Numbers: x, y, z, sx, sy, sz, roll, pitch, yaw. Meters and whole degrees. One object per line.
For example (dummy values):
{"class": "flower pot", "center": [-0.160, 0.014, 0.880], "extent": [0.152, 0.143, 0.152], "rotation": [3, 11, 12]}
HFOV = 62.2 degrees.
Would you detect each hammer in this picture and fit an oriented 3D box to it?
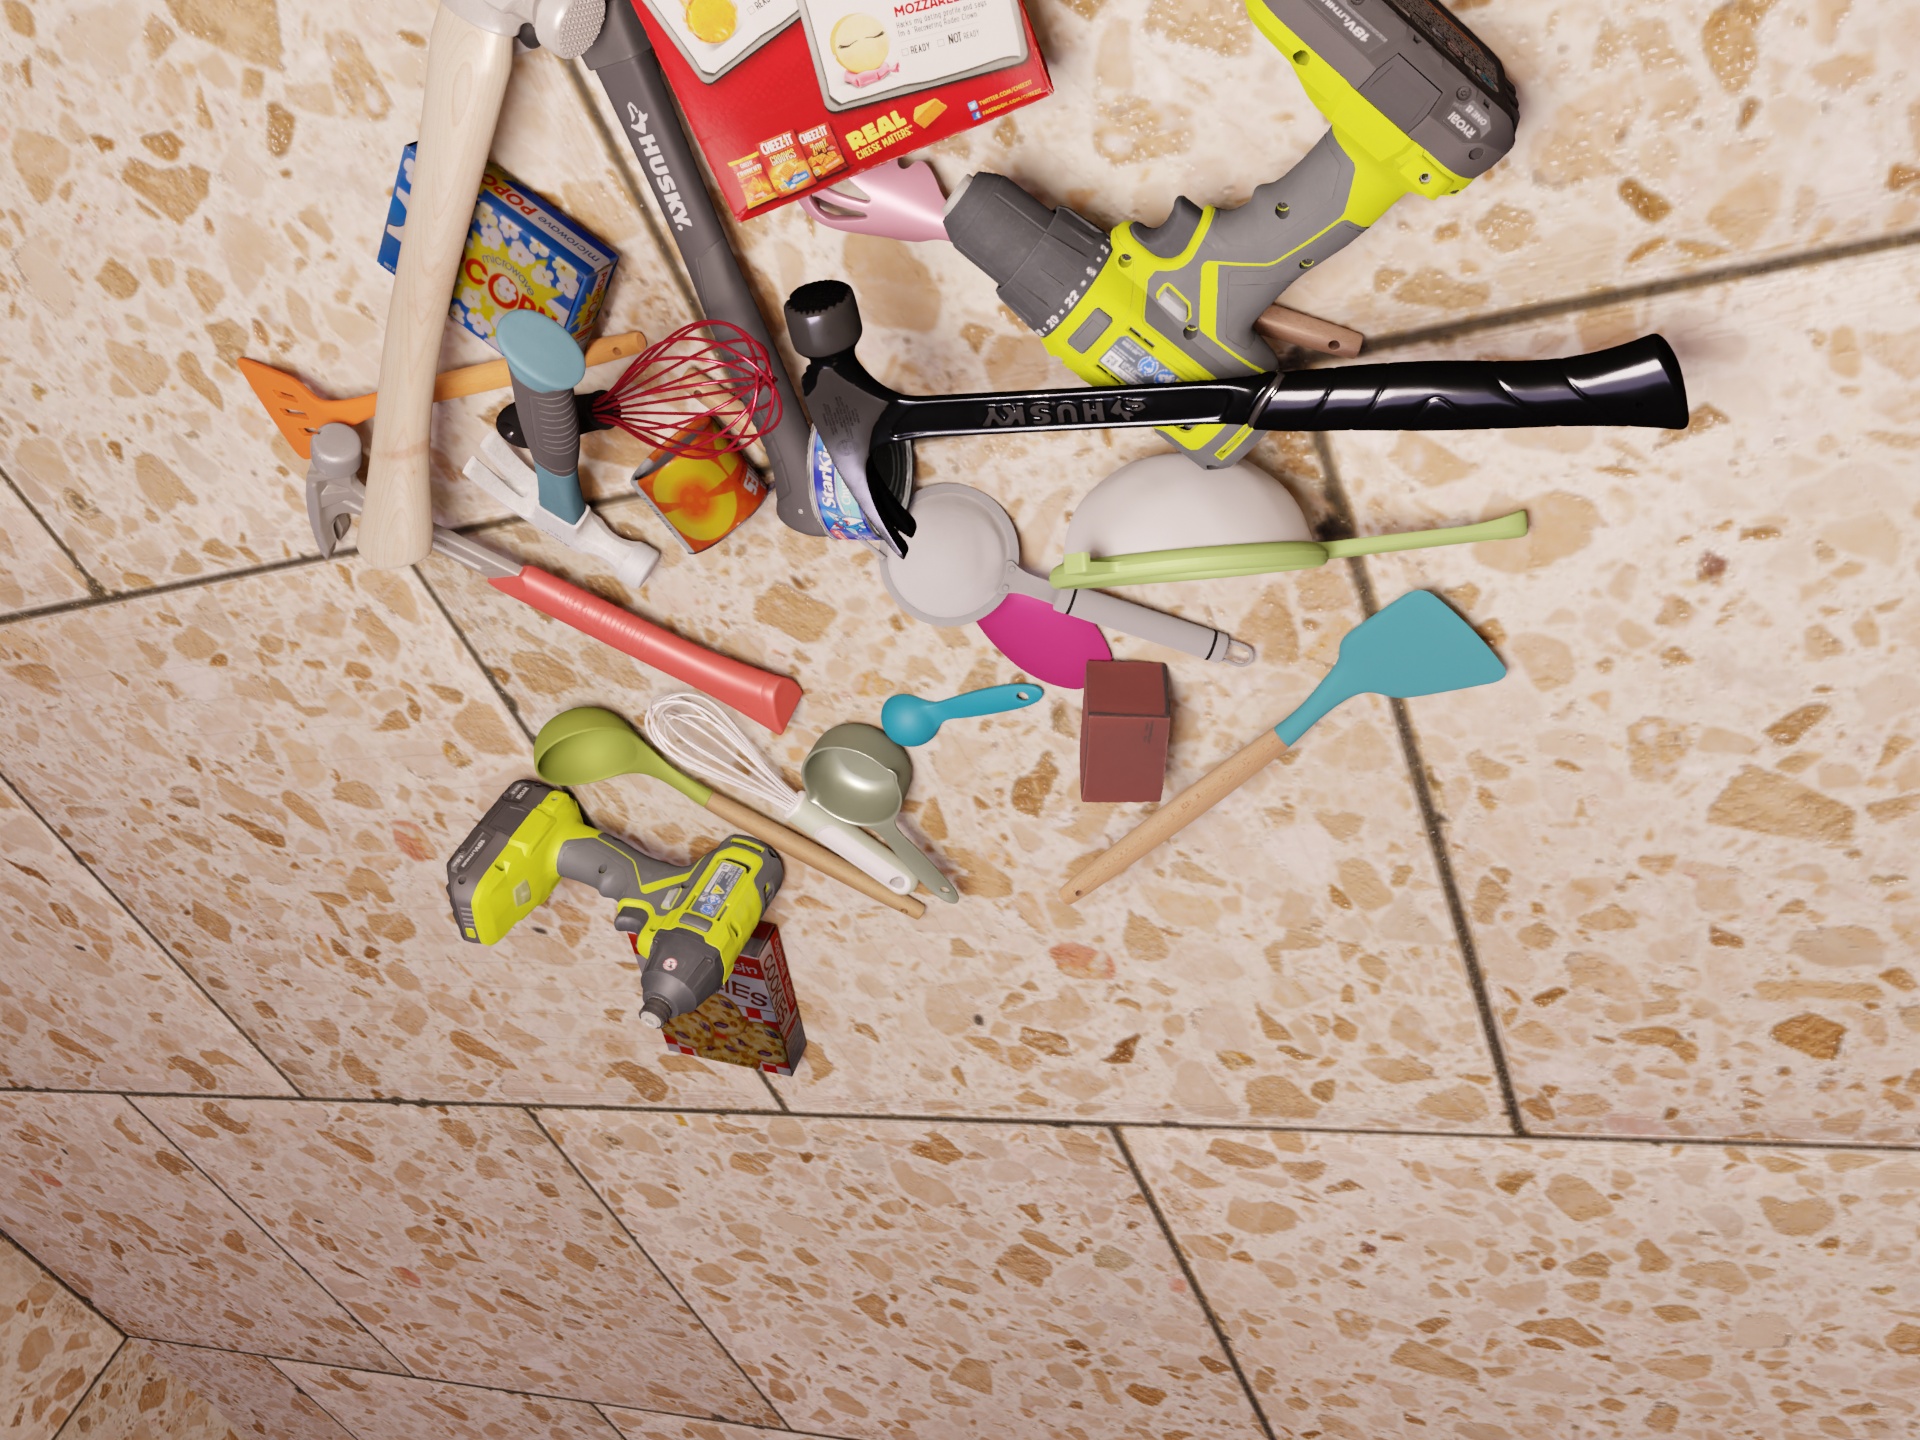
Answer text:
{"class": "hammer", "center": [0.124, -0.146, 0.753], "extent": [0.409, 0.036, 0.149], "rotation": [1, 133, 16]}
{"class": "hammer", "center": [-0.310, -0.252, 0.900], "extent": [0.146, 0.038, 0.410], "rotation": [34, 130, 6]}
{"class": "hammer", "center": [-0.232, -0.155, 0.912], "extent": [0.128, 0.033, 0.331], "rotation": [31, 167, -5]}
{"class": "hammer", "center": [-0.280, -0.080, 1.102], "extent": [0.359, 0.037, 0.149], "rotation": [27, 152, -7]}
{"class": "hammer", "center": [-0.131, -0.248, 0.877], "extent": [0.146, 0.035, 0.334], "rotation": [-2, 126, 30]}

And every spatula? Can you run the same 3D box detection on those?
{"class": "spatula", "center": [-0.337, -0.218, 1.023], "extent": [0.322, 0.041, 0.081], "rotation": [-6, 129, 23]}
{"class": "spatula", "center": [0.178, 0.030, 0.978], "extent": [0.082, 0.044, 0.317], "rotation": [39, 116, -22]}

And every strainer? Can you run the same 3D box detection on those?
{"class": "strainer", "center": [0.173, -0.116, 0.858], "extent": [0.256, 0.151, 0.069], "rotation": [-6, 93, 4]}
{"class": "strainer", "center": [0.056, -0.078, 0.959], "extent": [0.258, 0.050, 0.087], "rotation": [18, 99, -4]}

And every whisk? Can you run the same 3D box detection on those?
{"class": "whisk", "center": [-0.197, -0.181, 0.923], "extent": [0.296, 0.073, 0.073], "rotation": [5, 136, 48]}
{"class": "whisk", "center": [-0.128, 0.057, 1.170], "extent": [0.246, 0.059, 0.057], "rotation": [36, 118, -18]}

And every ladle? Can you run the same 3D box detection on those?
{"class": "ladle", "center": [-0.172, 0.081, 1.204], "extent": [0.320, 0.062, 0.078], "rotation": [29, 136, -8]}

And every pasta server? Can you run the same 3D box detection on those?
{"class": "pasta server", "center": [0.056, -0.244, 0.826], "extent": [0.316, 0.040, 0.060], "rotation": [17, 135, 2]}

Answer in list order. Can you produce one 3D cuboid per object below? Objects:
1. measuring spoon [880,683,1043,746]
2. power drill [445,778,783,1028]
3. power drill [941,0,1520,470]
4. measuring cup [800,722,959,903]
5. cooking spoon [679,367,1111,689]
{"class": "measuring spoon", "center": [-0.002, -0.003, 1.073], "extent": [0.128, 0.021, 0.042], "rotation": [-12, 125, 33]}
{"class": "power drill", "center": [-0.271, 0.139, 1.221], "extent": [0.223, 0.171, 0.080], "rotation": [17, 135, 13]}
{"class": "power drill", "center": [0.119, -0.245, 0.737], "extent": [0.190, 0.080, 0.228], "rotation": [35, 130, -14]}
{"class": "measuring cup", "center": [-0.046, 0.067, 1.150], "extent": [0.083, 0.038, 0.167], "rotation": [-18, 123, 35]}
{"class": "cooking spoon", "center": [-0.039, -0.117, 0.987], "extent": [0.318, 0.017, 0.068], "rotation": [36, 133, -11]}
